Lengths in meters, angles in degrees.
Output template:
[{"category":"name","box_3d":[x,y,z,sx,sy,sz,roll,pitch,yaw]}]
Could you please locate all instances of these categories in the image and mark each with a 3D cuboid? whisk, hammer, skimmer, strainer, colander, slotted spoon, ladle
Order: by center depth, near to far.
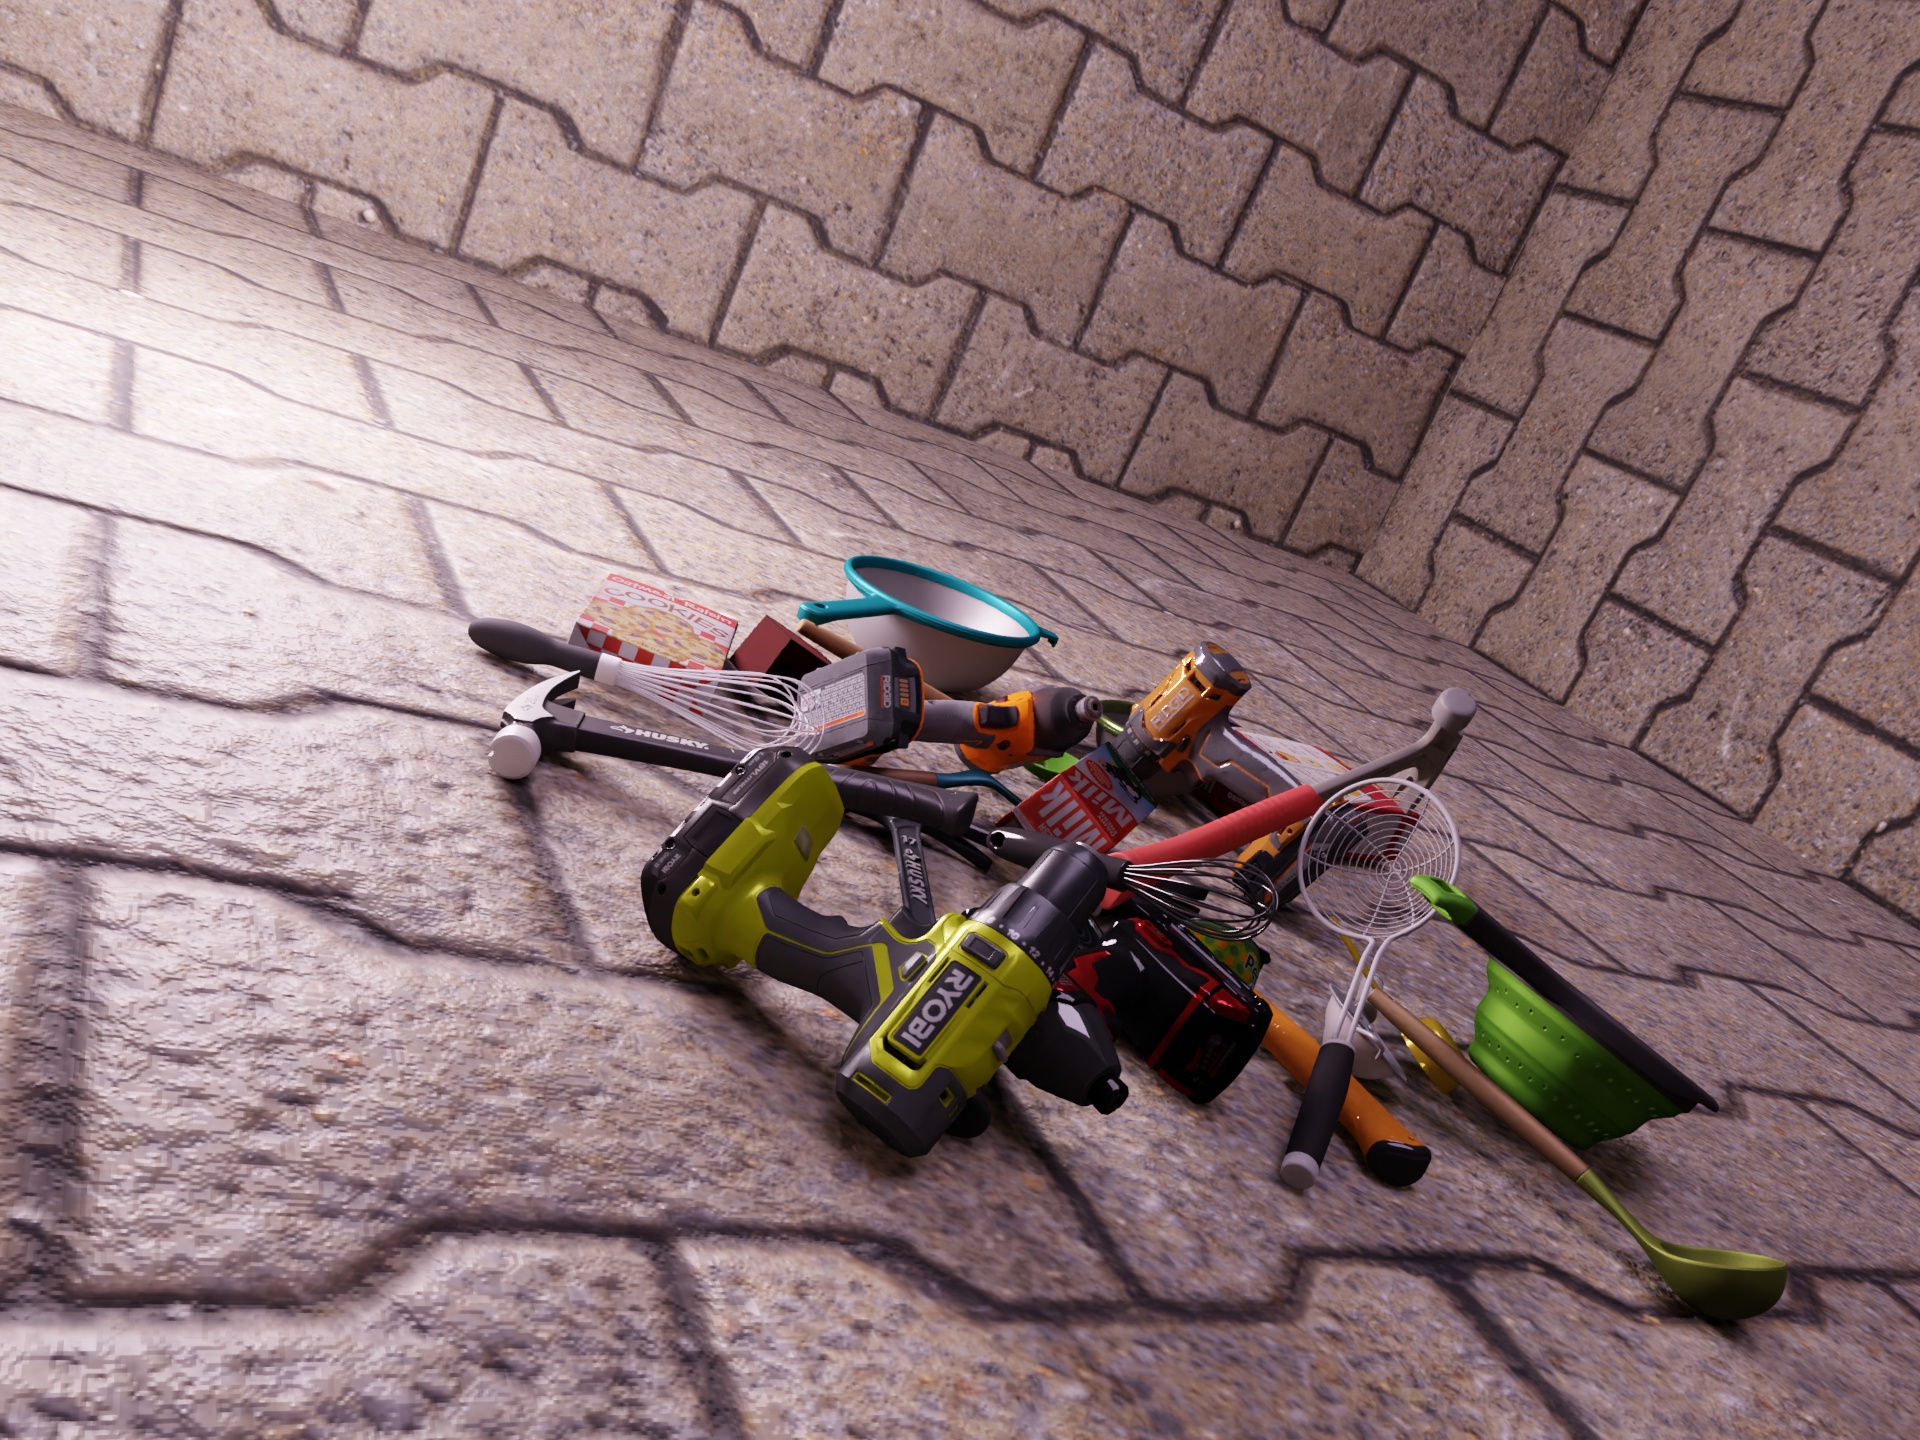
[{"category":"hammer","box_3d":[-0.021,0.142,1.051,0.149,0.036,0.409,21,18,-14]},{"category":"skimmer","box_3d":[0.265,0.167,1.103,0.127,0.090,0.363,-11,23,31]},{"category":"ladle","box_3d":[0.417,0.287,1.103,0.320,0.062,0.078,42,11,29]},{"category":"whisk","box_3d":[0.115,0.106,1.117,0.239,0.055,0.055,12,7,36]},{"category":"hammer","box_3d":[-0.151,0.031,1.123,0.334,0.035,0.146,12,19,-7]},{"category":"colander","box_3d":[0.405,0.220,1.154,0.396,0.094,0.205,34,7,-39]},{"category":"hammer","box_3d":[0.221,0.215,1.158,0.127,0.034,0.337,10,22,-36]},{"category":"strainer","box_3d":[0.311,0.229,1.227,0.087,0.050,0.258,52,16,8]},{"category":"whisk","box_3d":[-0.243,-0.029,1.240,0.284,0.070,0.070,17,18,-8]},{"category":"hammer","box_3d":[0.254,0.078,1.273,0.359,0.149,0.037,-20,59,-25]},{"category":"slotted spoon","box_3d":[-0.015,-0.014,1.450,0.313,0.031,0.070,29,13,-24]},{"category":"strainer","box_3d":[-0.063,-0.079,1.557,0.211,0.095,0.340,29,19,24]},{"category":"strainer","box_3d":[0.234,0.056,1.563,0.256,0.069,0.151,28,18,32]}]

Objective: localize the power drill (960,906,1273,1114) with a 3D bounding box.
[{"category":"power drill","box_3d":[0.091,0.178,0.968,0.219,0.078,0.143,12,25,-51]}]

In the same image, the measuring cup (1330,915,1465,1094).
[{"category":"measuring cup","box_3d":[0.336,0.211,1.215,0.156,0.029,0.062,58,14,11]}]

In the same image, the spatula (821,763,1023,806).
[{"category":"spatula","box_3d":[-0.047,0.059,1.290,0.317,0.044,0.082,5,25,-35]}]

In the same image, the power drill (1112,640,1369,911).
[{"category":"power drill","box_3d":[0.234,0.067,1.449,0.226,0.185,0.084,51,26,18]}]

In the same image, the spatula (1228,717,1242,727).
[{"category":"spatula","box_3d":[0.246,-0.009,1.642,0.060,0.018,0.316,24,2,2]}]

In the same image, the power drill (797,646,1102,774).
[{"category":"power drill","box_3d":[-0.002,-0.004,1.316,0.226,0.084,0.164,7,-15,-37]}]

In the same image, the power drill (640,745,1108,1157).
[{"category":"power drill","box_3d":[-0.047,0.108,0.892,0.229,0.190,0.080,29,-24,30]}]
